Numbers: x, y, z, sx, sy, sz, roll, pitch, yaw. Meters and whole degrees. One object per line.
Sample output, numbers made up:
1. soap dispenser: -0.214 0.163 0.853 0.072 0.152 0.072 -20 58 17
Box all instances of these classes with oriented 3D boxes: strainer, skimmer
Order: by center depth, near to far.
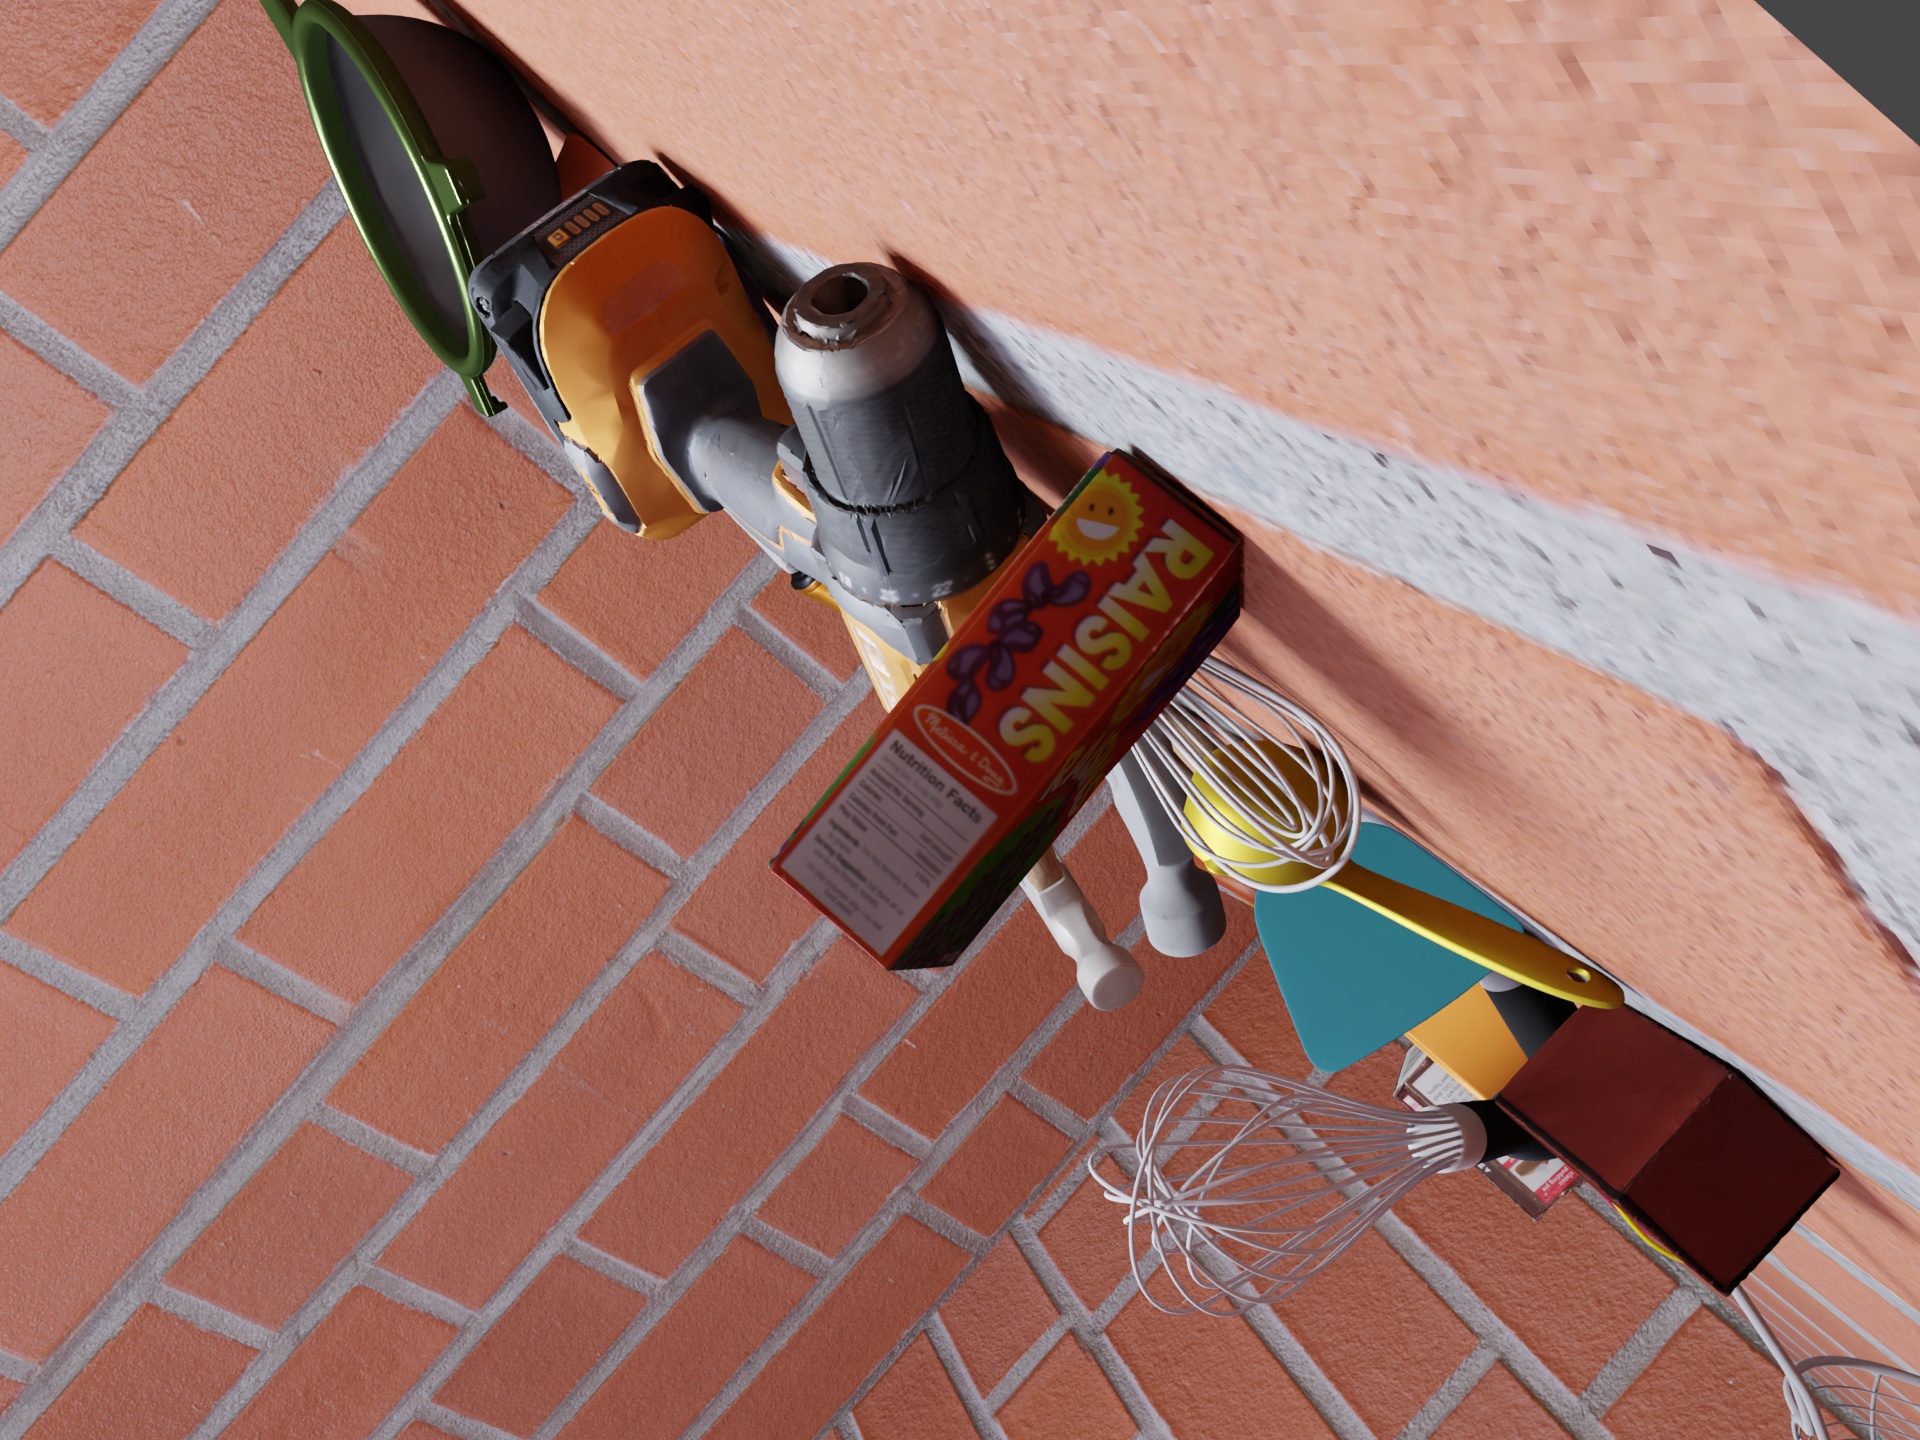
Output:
1. skimmer: 0.314 0.196 0.592 0.363 0.090 0.127 52 -178 -16
2. strainer: -0.232 -0.264 0.657 0.256 0.069 0.151 56 158 14

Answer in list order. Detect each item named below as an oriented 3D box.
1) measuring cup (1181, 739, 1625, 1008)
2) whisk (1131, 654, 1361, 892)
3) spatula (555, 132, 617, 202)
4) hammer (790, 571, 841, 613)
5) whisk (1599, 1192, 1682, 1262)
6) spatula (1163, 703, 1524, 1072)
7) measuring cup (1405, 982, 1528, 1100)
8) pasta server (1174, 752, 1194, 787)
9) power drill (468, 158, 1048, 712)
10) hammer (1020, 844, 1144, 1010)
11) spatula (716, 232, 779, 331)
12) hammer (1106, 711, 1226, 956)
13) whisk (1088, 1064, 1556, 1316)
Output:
1. measuring cup: 0.142 0.047 0.516 0.157 0.062 0.029 26 127 35
2. whisk: 0.037 -0.038 0.529 0.246 0.059 0.057 46 -150 23
3. spatula: -0.181 -0.250 0.783 0.081 0.041 0.323 43 -176 -26
4. hammer: 0.045 -0.008 0.936 0.337 0.034 0.127 32 179 12
5. whisk: 0.252 0.147 0.722 0.245 0.047 0.051 45 -177 21
6. spatula: 0.123 0.040 0.663 0.044 0.082 0.318 53 -177 -15
7. measuring cup: 0.203 0.111 0.698 0.095 0.052 0.174 41 -177 -32
8. pasta server: 0.120 0.022 1.019 0.316 0.040 0.060 39 -135 -12
9. power drill: -0.058 -0.089 0.479 0.226 0.084 0.185 41 164 33
10. hammer: -0.001 -0.002 0.731 0.130 0.031 0.331 55 175 49
11. spatula: -0.055 -0.107 0.703 0.060 0.018 0.315 43 170 33
12. hammer: 0.015 -0.046 0.793 0.406 0.035 0.144 -128 17 -57
13. whisk: 0.144 0.139 0.520 0.284 0.070 0.070 7 -153 -46
